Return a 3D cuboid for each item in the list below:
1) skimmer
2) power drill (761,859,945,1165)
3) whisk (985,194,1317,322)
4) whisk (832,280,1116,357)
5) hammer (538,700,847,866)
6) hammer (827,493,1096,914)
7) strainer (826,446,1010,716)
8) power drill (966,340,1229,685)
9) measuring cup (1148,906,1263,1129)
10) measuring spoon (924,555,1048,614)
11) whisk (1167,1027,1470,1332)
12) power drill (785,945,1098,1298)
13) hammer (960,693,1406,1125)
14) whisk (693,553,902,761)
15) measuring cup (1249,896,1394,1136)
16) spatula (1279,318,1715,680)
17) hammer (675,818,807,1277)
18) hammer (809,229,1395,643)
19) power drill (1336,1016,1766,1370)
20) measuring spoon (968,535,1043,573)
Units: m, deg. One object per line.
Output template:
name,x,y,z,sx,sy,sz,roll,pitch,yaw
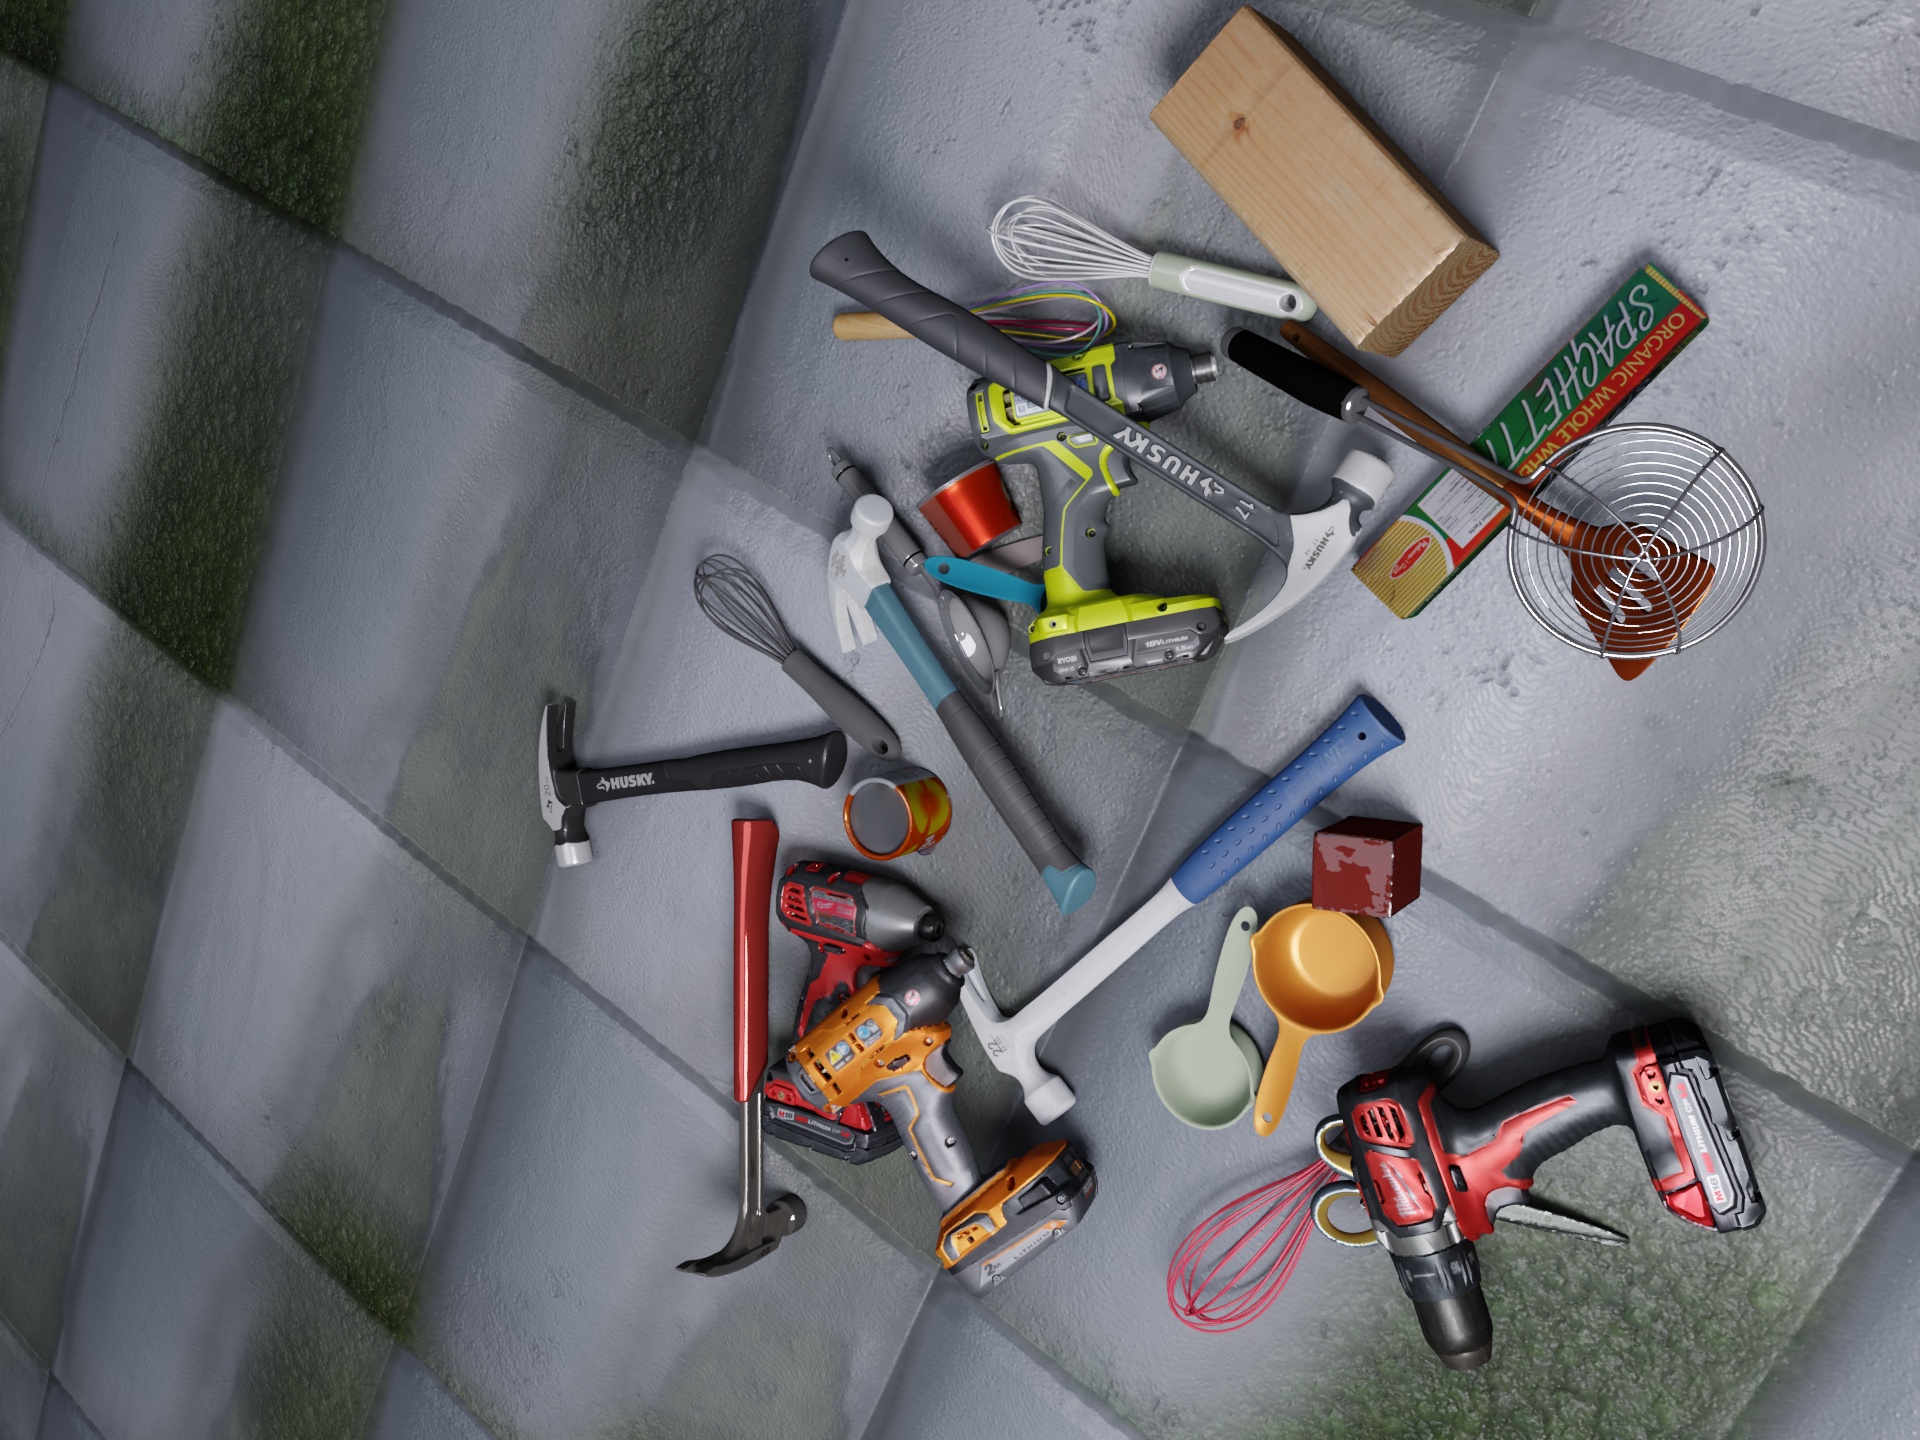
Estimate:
skimmer,0.293,-0.158,0.941,0.364,0.090,0.127,45,120,46
power drill,-0.084,0.229,1.266,0.143,0.078,0.219,9,98,29
whisk,0.127,-0.311,1.088,0.246,0.059,0.057,21,118,23
whisk,0.006,-0.290,1.169,0.245,0.047,0.051,7,99,35
hammer,-0.234,0.040,1.350,0.335,0.035,0.146,-8,92,33
hammer,-0.002,-0.004,1.171,0.331,0.033,0.128,56,148,16
strainer,-0.026,-0.114,1.201,0.258,0.050,0.086,52,163,16
power drill,0.107,-0.144,1.095,0.171,0.080,0.223,-11,88,15
measuring cup,0.187,0.205,1.118,0.083,0.038,0.167,20,105,28
measuring spoon,0.036,-0.096,1.158,0.128,0.021,0.042,17,92,2
whisk,0.244,0.316,1.090,0.073,0.073,0.295,44,109,19
power drill,-0.002,0.283,1.163,0.164,0.084,0.226,-42,81,15
hammer,0.148,0.123,1.133,0.405,0.035,0.144,-46,73,27
whisk,-0.132,-0.050,1.279,0.239,0.055,0.055,43,115,15
measuring cup,0.237,0.200,1.081,0.095,0.052,0.173,23,109,27
spatula,0.308,-0.154,0.963,0.323,0.041,0.081,46,125,27
hammer,-0.176,0.260,1.299,0.037,0.149,0.359,0,90,27
hammer,0.072,-0.206,1.052,0.409,0.036,0.149,34,92,10
power drill,0.361,0.289,0.973,0.226,0.080,0.188,-19,86,19
measuring spoon,0.047,-0.124,1.174,0.124,0.018,0.034,-17,87,32
